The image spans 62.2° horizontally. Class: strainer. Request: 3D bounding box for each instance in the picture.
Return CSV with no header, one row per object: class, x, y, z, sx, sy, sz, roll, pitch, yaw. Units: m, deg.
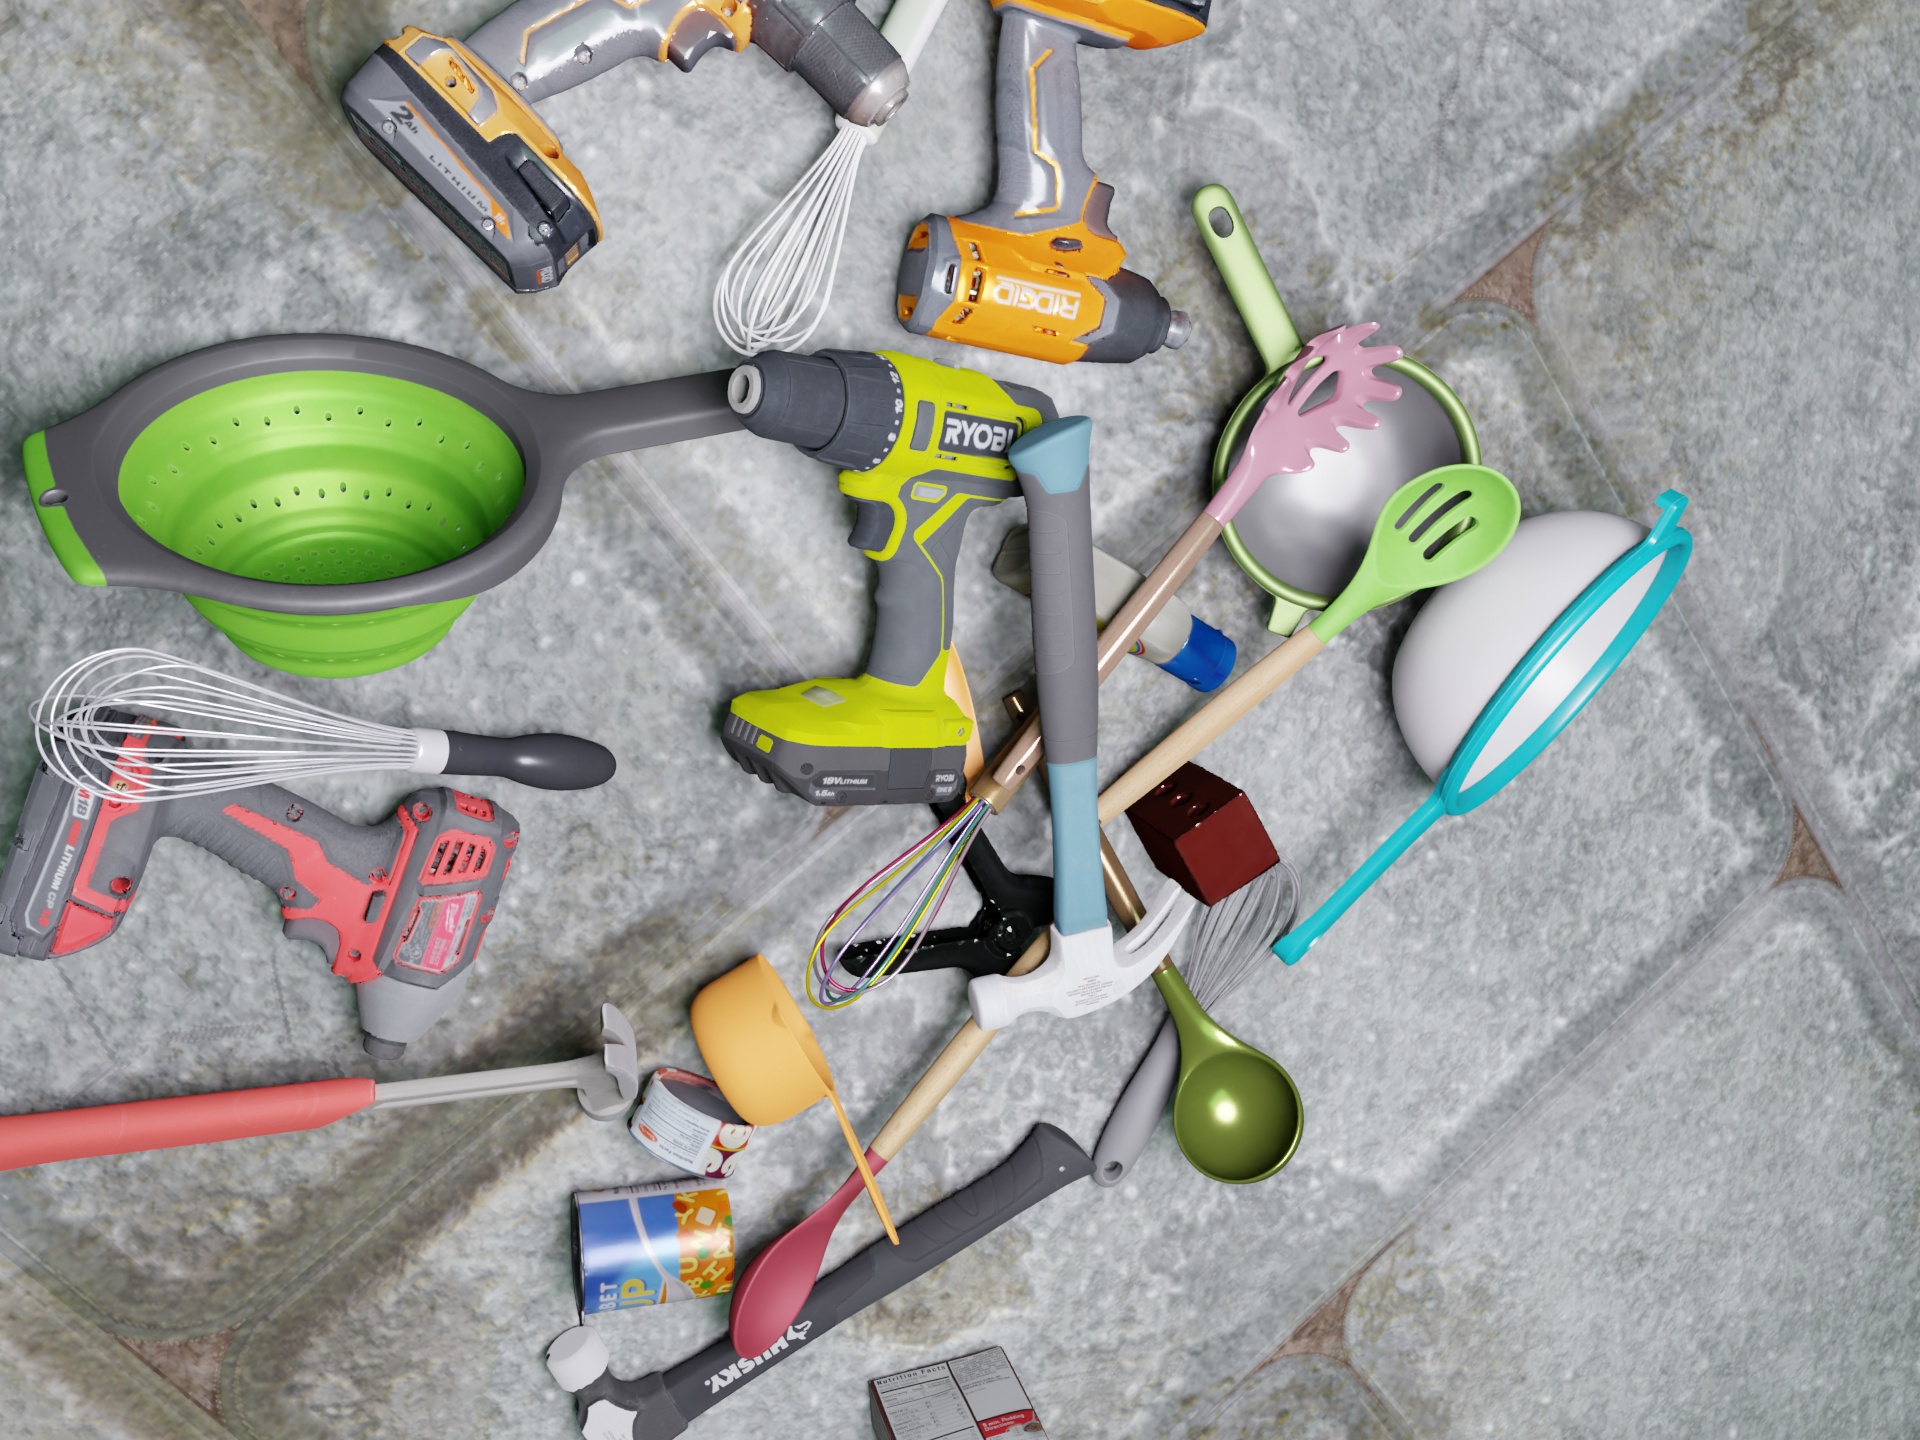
strainer,0.195,-0.187,0.918,0.151,0.069,0.256,-27,98,10
strainer,0.284,-0.004,0.952,0.340,0.210,0.095,-46,66,2

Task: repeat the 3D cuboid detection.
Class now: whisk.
whisk,0.143,0.187,0.988,0.055,0.055,0.239,25,97,-21
whisk,-0.057,-0.298,0.822,0.059,0.057,0.246,26,88,10
whisk,-0.002,0.060,0.878,0.047,0.051,0.245,44,74,-13
whisk,-0.286,0.012,0.759,0.284,0.070,0.070,8,100,-45

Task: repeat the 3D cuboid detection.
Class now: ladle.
ladle,0.105,0.126,0.928,0.078,0.062,0.320,-28,96,11
ladle,-0.030,0.227,0.907,0.315,0.031,0.069,-50,148,-5

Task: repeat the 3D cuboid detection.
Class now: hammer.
hammer,0.057,0.007,0.840,0.128,0.033,0.330,-10,111,-14
hammer,-0.344,0.193,0.796,0.359,0.149,0.037,-4,67,-11
hammer,-0.065,0.347,0.956,0.335,0.035,0.146,-29,108,-11

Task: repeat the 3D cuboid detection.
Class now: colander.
colander,-0.223,-0.108,0.779,0.397,0.205,0.094,-17,141,-30

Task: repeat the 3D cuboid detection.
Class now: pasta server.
pasta server,0.123,-0.086,0.861,0.060,0.040,0.316,39,89,-26

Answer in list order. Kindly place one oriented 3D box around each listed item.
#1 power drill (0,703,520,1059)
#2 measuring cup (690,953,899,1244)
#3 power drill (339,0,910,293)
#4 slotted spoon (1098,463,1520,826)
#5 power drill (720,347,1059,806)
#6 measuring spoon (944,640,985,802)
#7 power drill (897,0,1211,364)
power drill,-0.345,0.084,0.791,0.219,0.079,0.143,19,95,-23
measuring cup,-0.092,0.215,0.866,0.052,0.095,0.174,-27,74,-4
power drill,-0.151,-0.306,0.759,0.185,0.084,0.226,44,82,-9
slotted spoon,0.182,-0.034,0.908,0.313,0.031,0.070,-42,112,17
power drill,-0.049,-0.076,0.820,0.190,0.080,0.228,1,107,-43
measuring spoon,-0.001,-0.003,0.920,0.021,0.011,0.117,-17,103,0
power drill,0.066,-0.304,0.844,0.164,0.084,0.226,8,103,-20
